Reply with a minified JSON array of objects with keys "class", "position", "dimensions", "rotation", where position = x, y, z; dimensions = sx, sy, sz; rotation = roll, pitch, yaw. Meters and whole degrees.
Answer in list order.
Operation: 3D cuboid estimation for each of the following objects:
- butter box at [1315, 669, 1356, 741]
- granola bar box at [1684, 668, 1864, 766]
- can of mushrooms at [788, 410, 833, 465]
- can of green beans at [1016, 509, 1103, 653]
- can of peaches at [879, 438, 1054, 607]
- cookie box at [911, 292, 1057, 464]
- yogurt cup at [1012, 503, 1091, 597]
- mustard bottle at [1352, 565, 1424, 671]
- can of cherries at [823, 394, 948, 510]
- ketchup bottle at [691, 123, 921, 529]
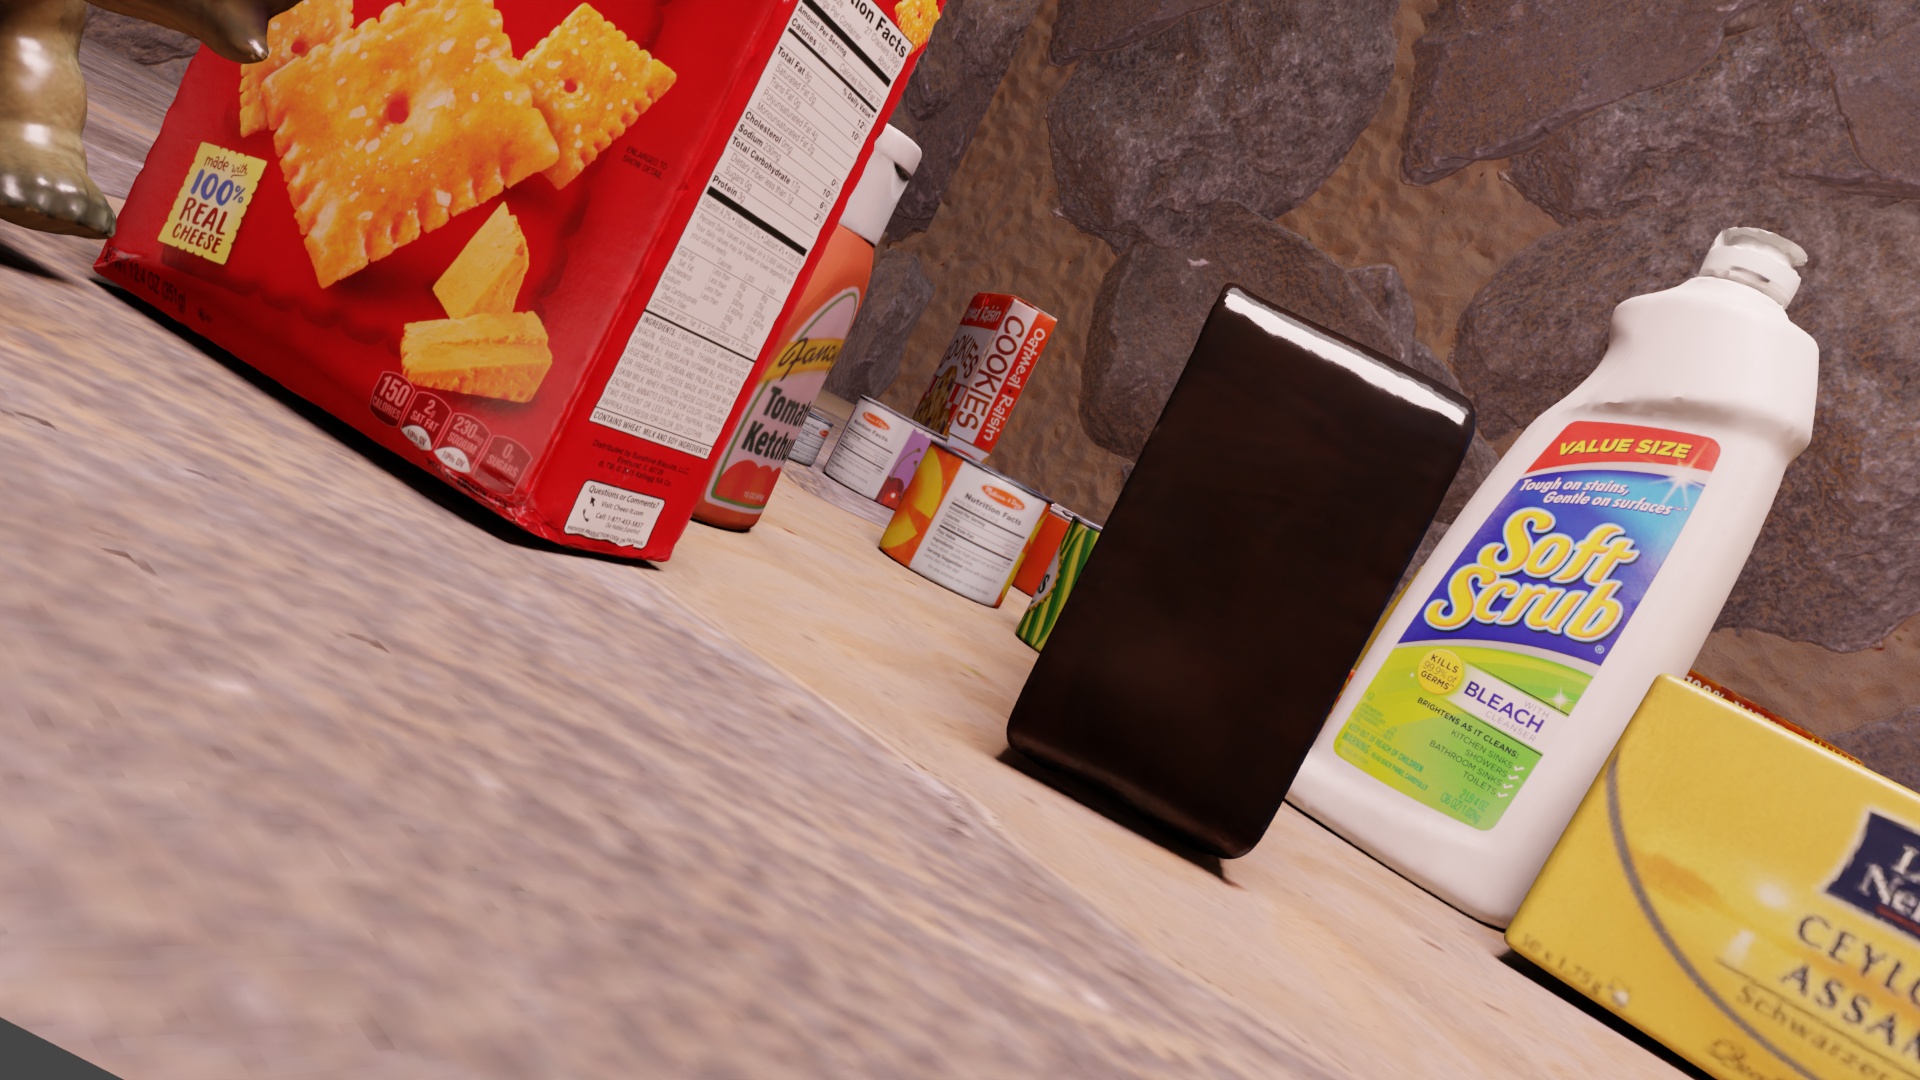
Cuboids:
[{"class":"butter box","position":[0.153,0.077,0.583],"dimensions":[0.103,0.053,0.024],"rotation":[24,5,-36]},{"class":"granola bar box","position":[0.351,0.128,0.694],"dimensions":[0.165,0.124,0.039],"rotation":[26,4,-17]},{"class":"can of mushrooms","position":[-0.122,-0.078,0.915],"dimensions":[0.071,0.033,0.071],"rotation":[27,4,-2]},{"class":"can of green beans","position":[0.065,0.029,0.594],"dimensions":[0.071,0.057,0.071],"rotation":[27,4,-2]},{"class":"can of peaches","position":[0.002,-0.008,0.660],"dimensions":[0.071,0.058,0.071],"rotation":[27,4,-2]},{"class":"cookie box","position":[0.002,-0.100,1.023],"dimensions":[0.040,0.167,0.123],"rotation":[26,4,-16]},{"class":"yogurt cup","position":[0.063,0.012,0.814],"dimensions":[0.072,0.054,0.072],"rotation":[27,4,-2]},{"class":"mustard bottle","position":[0.261,0.056,0.767],"dimensions":[0.049,0.160,0.065],"rotation":[26,4,-17]},{"class":"can of cherries","position":[-0.049,-0.056,0.928],"dimensions":[0.071,0.058,0.071],"rotation":[27,4,-2]},{"class":"ketchup bottle","position":[-0.063,-0.078,0.486],"dimensions":[0.043,0.148,0.065],"rotation":[28,4,16]}]
